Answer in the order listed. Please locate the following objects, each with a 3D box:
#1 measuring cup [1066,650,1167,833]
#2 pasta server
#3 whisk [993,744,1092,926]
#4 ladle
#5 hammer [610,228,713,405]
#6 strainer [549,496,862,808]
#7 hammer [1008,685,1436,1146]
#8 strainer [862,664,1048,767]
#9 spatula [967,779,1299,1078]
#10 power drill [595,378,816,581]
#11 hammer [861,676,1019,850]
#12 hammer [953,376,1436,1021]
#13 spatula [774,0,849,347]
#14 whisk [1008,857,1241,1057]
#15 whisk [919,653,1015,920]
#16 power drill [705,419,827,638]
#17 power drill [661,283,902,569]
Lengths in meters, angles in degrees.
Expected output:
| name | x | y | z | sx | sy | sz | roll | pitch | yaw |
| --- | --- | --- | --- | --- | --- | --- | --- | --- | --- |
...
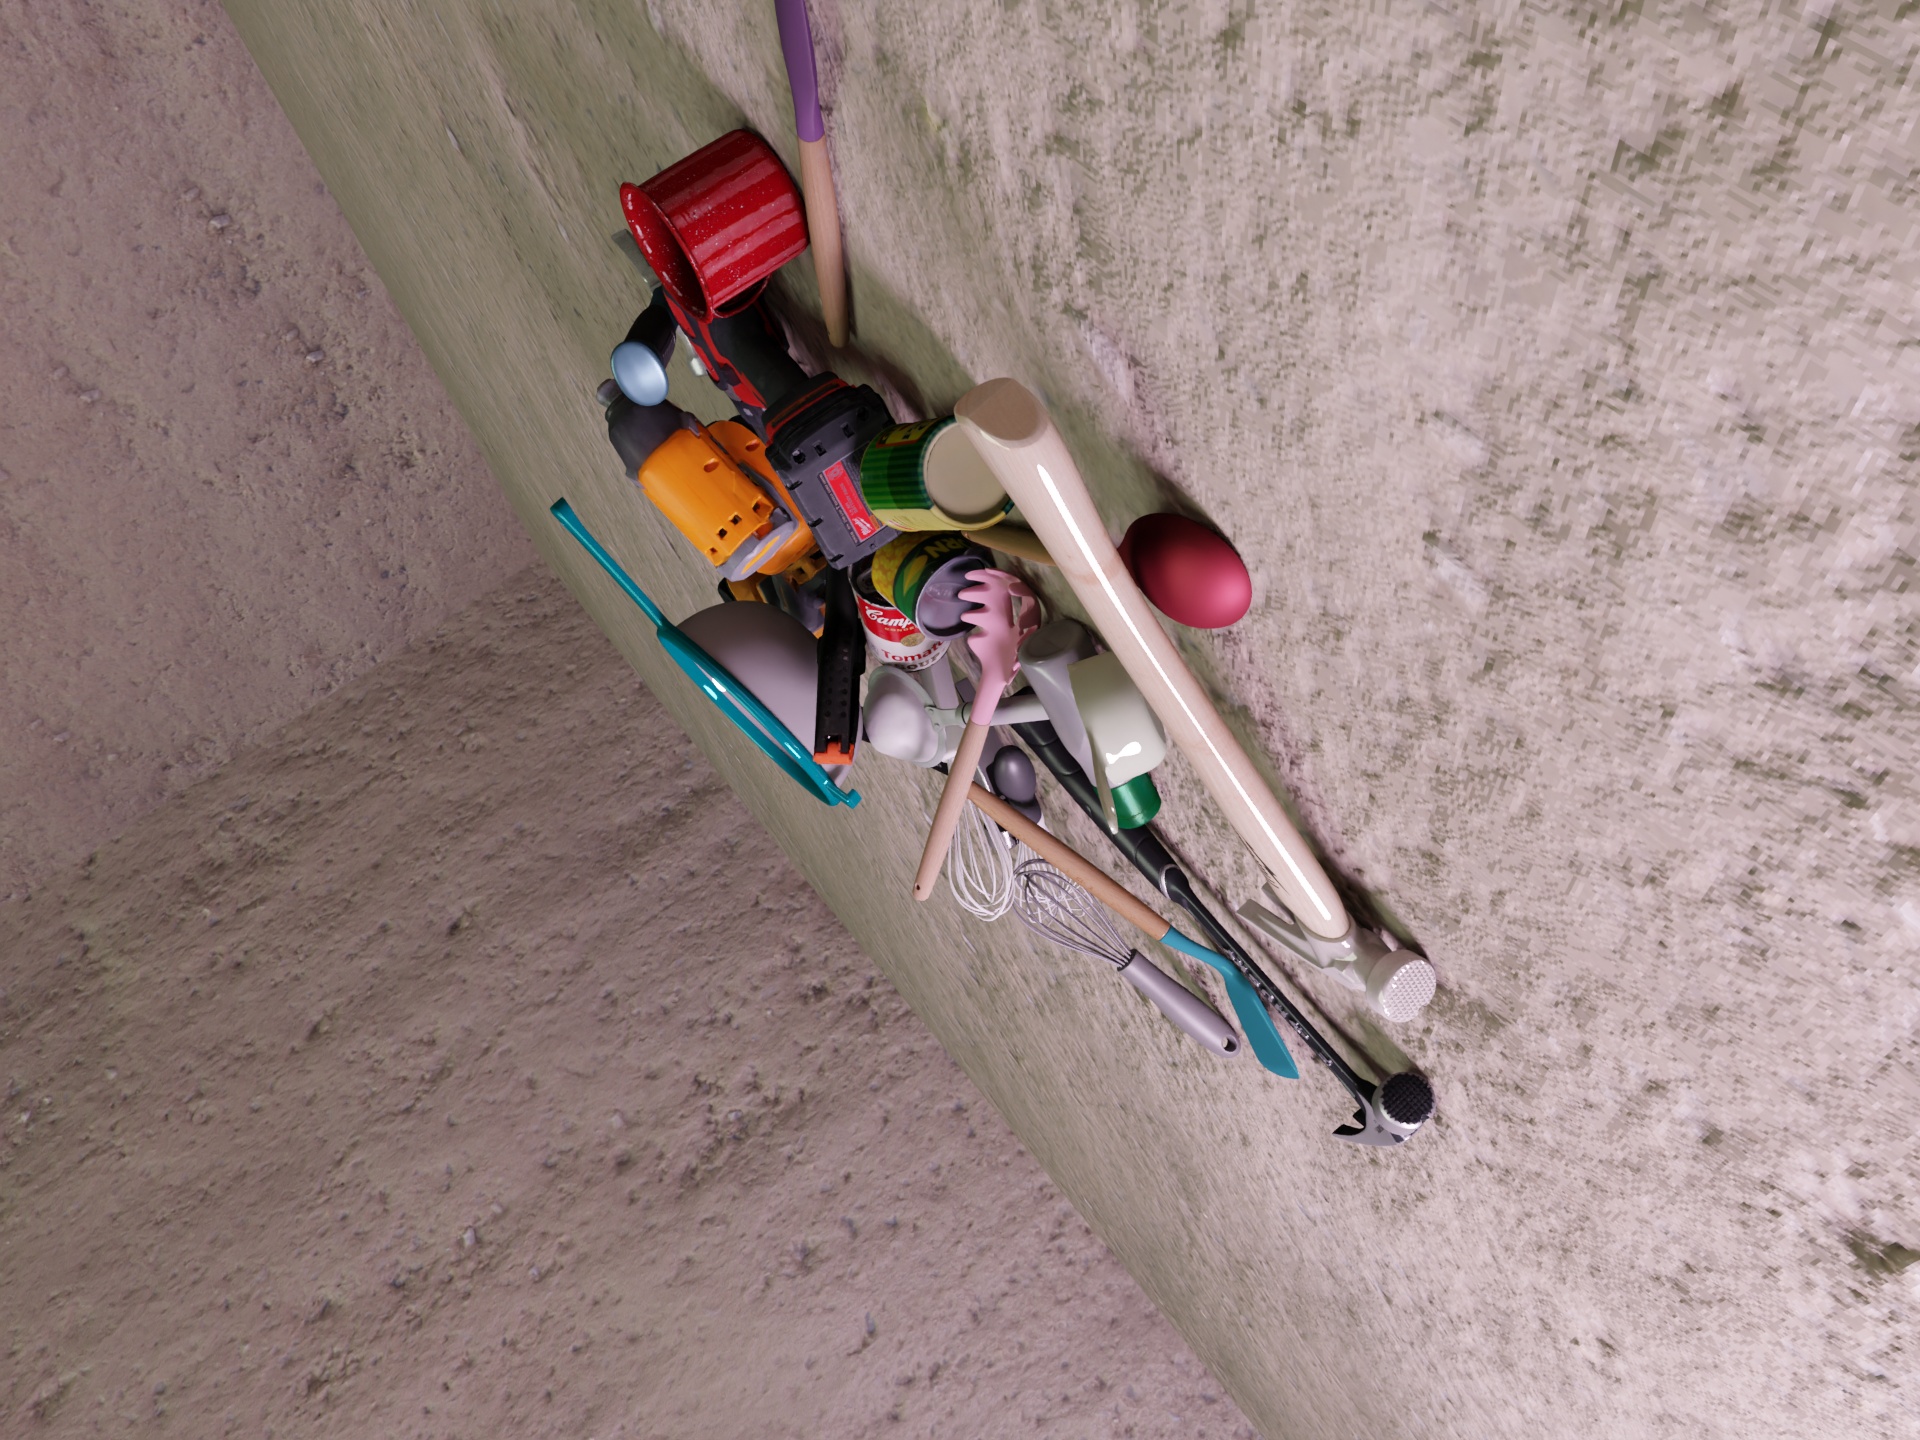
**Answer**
| name | x | y | z | sx | sy | sz | roll | pitch | yaw |
| --- | --- | --- | --- | --- | --- | --- | --- | --- | --- |
| measuring cup | 0.093 | 0.015 | 0.891 | 0.168 | 0.038 | 0.083 | -87 | -27 | -65 |
| pasta server | 0.001 | 0.020 | 1.107 | 0.060 | 0.040 | 0.316 | 46 | 137 | 29 |
| whisk | 0.057 | 0.091 | 1.251 | 0.070 | 0.070 | 0.284 | 46 | 168 | 29 |
| ladle | 0.064 | -0.094 | 0.891 | 0.069 | 0.031 | 0.316 | 59 | 167 | -22 |
| hammer | -0.211 | -0.274 | 1.114 | 0.331 | 0.033 | 0.128 | -104 | -11 | -66 |
| strainer | -0.191 | -0.077 | 1.326 | 0.340 | 0.095 | 0.211 | 49 | 169 | -18 |
| hammer | 0.160 | 0.127 | 1.094 | 0.409 | 0.036 | 0.149 | 49 | 167 | 21 |
| strainer | -0.002 | -0.004 | 1.149 | 0.258 | 0.050 | 0.086 | -7 | 112 | 47 |
| spatula | 0.122 | 0.148 | 1.158 | 0.317 | 0.044 | 0.082 | 37 | 170 | -1 |
| power drill | -0.181 | -0.180 | 1.172 | 0.164 | 0.084 | 0.226 | 46 | -172 | -1 |
| hammer | -0.071 | 0.005 | 1.409 | 0.335 | 0.035 | 0.146 | 20 | 134 | 50 |
| hammer | 0.112 | -0.005 | 0.823 | 0.410 | 0.038 | 0.146 | 53 | 170 | -29 |
| spatula | -0.080 | -0.304 | 0.865 | 0.315 | 0.018 | 0.060 | 87 | 163 | -67 |
| whisk | 0.130 | 0.191 | 1.244 | 0.239 | 0.055 | 0.055 | 40 | 169 | -10 |
| whisk | -0.002 | 0.034 | 1.222 | 0.059 | 0.057 | 0.246 | -35 | 62 | 50 |
| power drill | -0.170 | -0.153 | 1.421 | 0.185 | 0.084 | 0.226 | 51 | 162 | 10 |
| power drill | -0.110 | -0.203 | 1.081 | 0.227 | 0.080 | 0.187 | 53 | 175 | 36 |
